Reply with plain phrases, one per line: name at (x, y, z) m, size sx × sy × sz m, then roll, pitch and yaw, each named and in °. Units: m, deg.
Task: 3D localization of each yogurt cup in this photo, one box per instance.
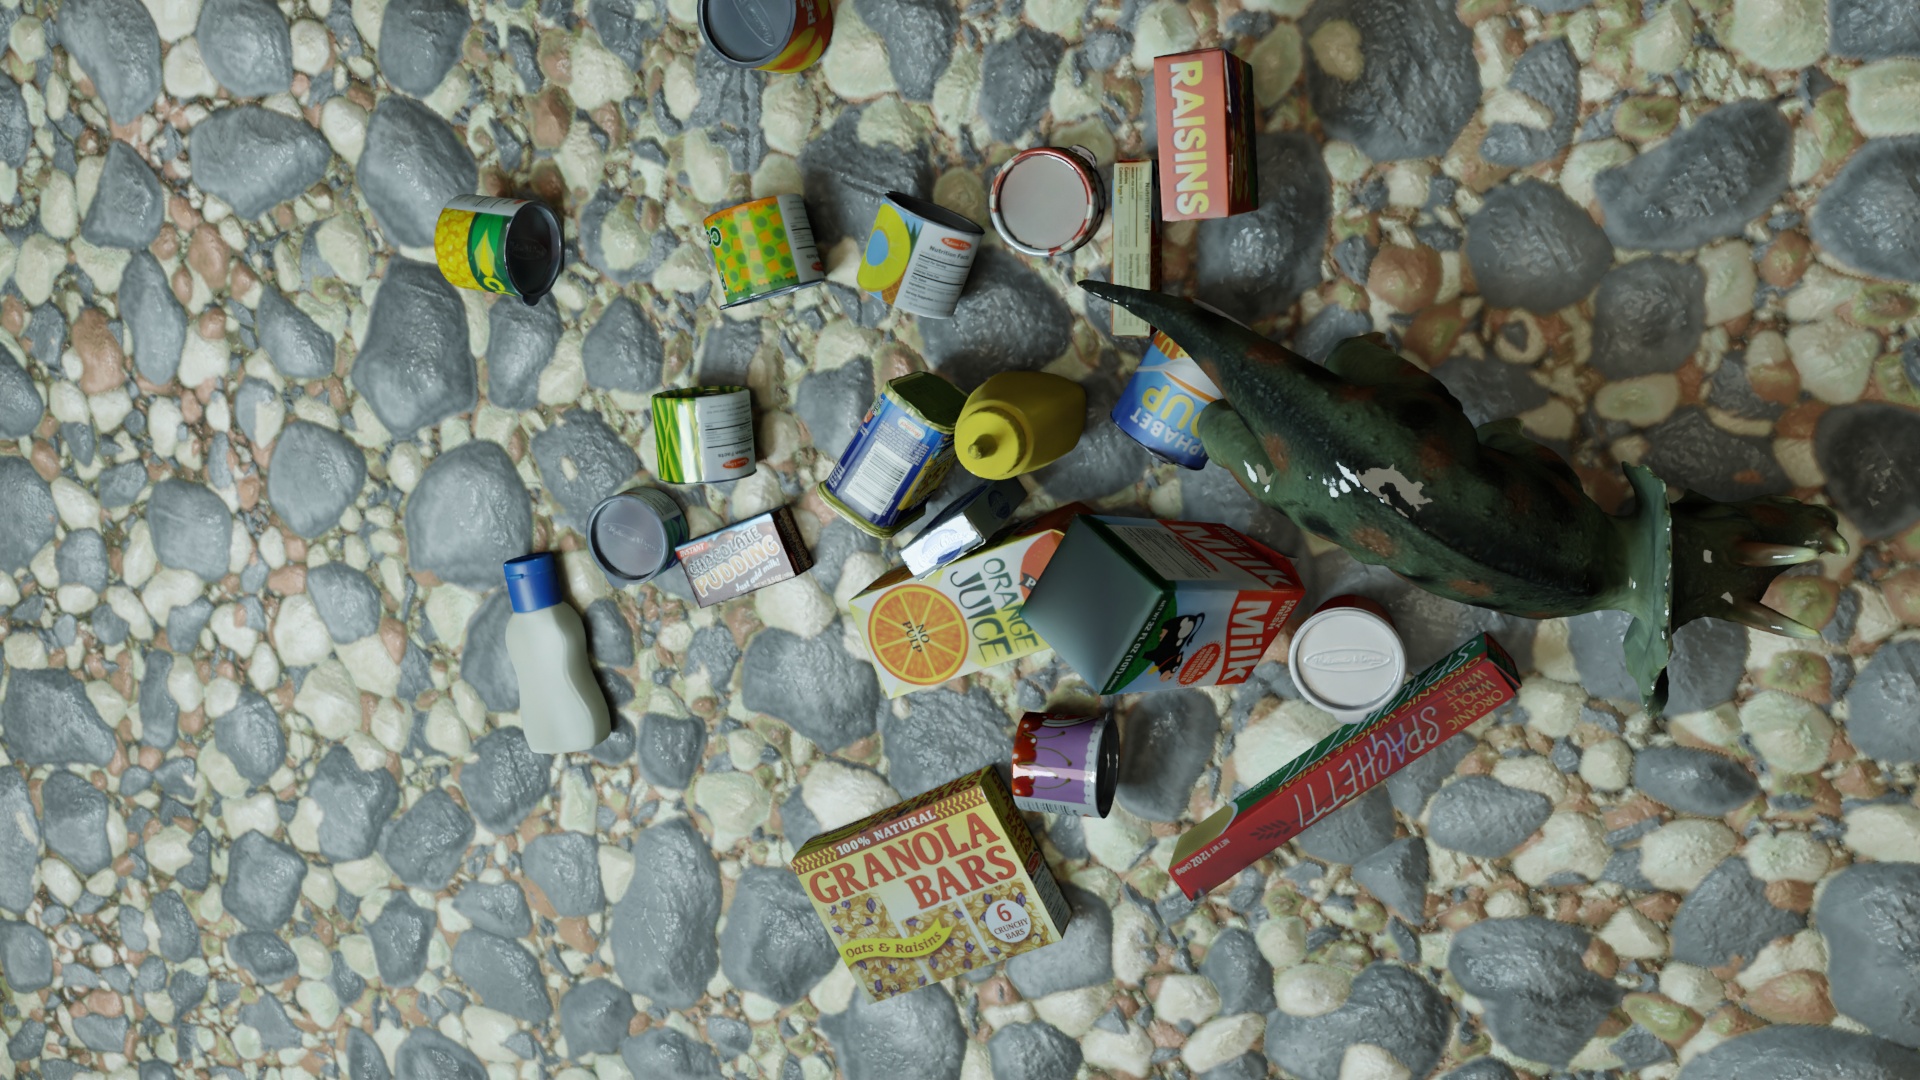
yogurt cup at (0.236, 0.066, 0.844) m, size 0.072 × 0.054 × 0.072 m, roll 5°, pitch 105°, yaw 17°

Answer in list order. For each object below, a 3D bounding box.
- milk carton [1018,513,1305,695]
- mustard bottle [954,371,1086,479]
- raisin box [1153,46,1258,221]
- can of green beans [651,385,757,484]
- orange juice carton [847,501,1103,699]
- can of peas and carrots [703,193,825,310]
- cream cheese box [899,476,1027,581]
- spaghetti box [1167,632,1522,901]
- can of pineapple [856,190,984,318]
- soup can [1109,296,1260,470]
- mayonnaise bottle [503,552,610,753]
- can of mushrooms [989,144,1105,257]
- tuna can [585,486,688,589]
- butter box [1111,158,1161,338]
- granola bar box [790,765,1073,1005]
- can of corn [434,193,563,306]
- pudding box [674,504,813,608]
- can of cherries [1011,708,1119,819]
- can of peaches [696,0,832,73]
milk carton at (0.132, 0.037, 0.810) m, size 0.073 × 0.191 × 0.072 m, roll 45°, pitch 118°, yaw 35°
mustard bottle at (0.029, -0.066, 0.822) m, size 0.065 × 0.161 × 0.048 m, roll 13°, pitch 109°, yaw 16°
raisin box at (0.138, -0.221, 0.765) m, size 0.040 × 0.124 × 0.086 m, roll 0°, pitch 104°, yaw 19°
can of green beans at (-0.173, -0.072, 0.939) m, size 0.071 × 0.071 × 0.057 m, roll 1°, pitch 104°, yaw 18°
orange juice carton at (0.033, 0.033, 0.894) m, size 0.192 × 0.072 × 0.073 m, roll -20°, pitch 98°, yaw 22°
can of peas and carrots at (-0.129, -0.186, 0.894) m, size 0.071 × 0.071 × 0.058 m, roll -12°, pitch 99°, yaw 21°
cream cheese box at (0.003, -0.011, 0.876) m, size 0.053 × 0.104 × 0.024 m, roll -32°, pitch 96°, yaw 24°
spaghetti box at (0.235, 0.143, 0.867) m, size 0.249 × 0.050 × 0.028 m, roll -40°, pitch 90°, yaw 23°
can of pineapple at (-0.026, -0.178, 0.864) m, size 0.071 × 0.071 × 0.057 m, roll 26°, pitch 111°, yaw 11°
soup can at (0.138, -0.093, 0.827) m, size 0.071 × 0.071 × 0.083 m, roll 32°, pitch 111°, yaw 8°
mayonnaise bottle at (-0.307, 0.084, 1.039) m, size 0.065 × 0.041 × 0.147 m, roll -6°, pitch 101°, yaw 18°
can of mushrooms at (0.054, -0.208, 0.846) m, size 0.071 × 0.033 × 0.071 m, roll 5°, pitch 105°, yaw 18°
tuna can at (-0.231, -0.002, 0.995) m, size 0.071 × 0.033 × 0.071 m, roll 5°, pitch 105°, yaw 17°
butter box at (0.105, -0.174, 0.827) m, size 0.024 × 0.053 × 0.103 m, roll 3°, pitch 105°, yaw 15°
granola bar box at (-0.021, 0.246, 0.985) m, size 0.165 × 0.039 × 0.124 m, roll -26°, pitch 95°, yaw 23°
can of corn at (-0.317, -0.200, 0.954) m, size 0.058 × 0.071 × 0.071 m, roll 10°, pitch 107°, yaw 17°
pudding box at (-0.152, 0.011, 0.973) m, size 0.083 × 0.030 × 0.049 m, roll -18°, pitch 97°, yaw 22°
can of cherries at (0.070, 0.145, 0.916) m, size 0.058 × 0.072 × 0.071 m, roll 2°, pitch 105°, yaw 19°
can of peaches at (-0.118, -0.326, 0.860) m, size 0.071 × 0.058 × 0.071 m, roll 4°, pitch 105°, yaw 18°
